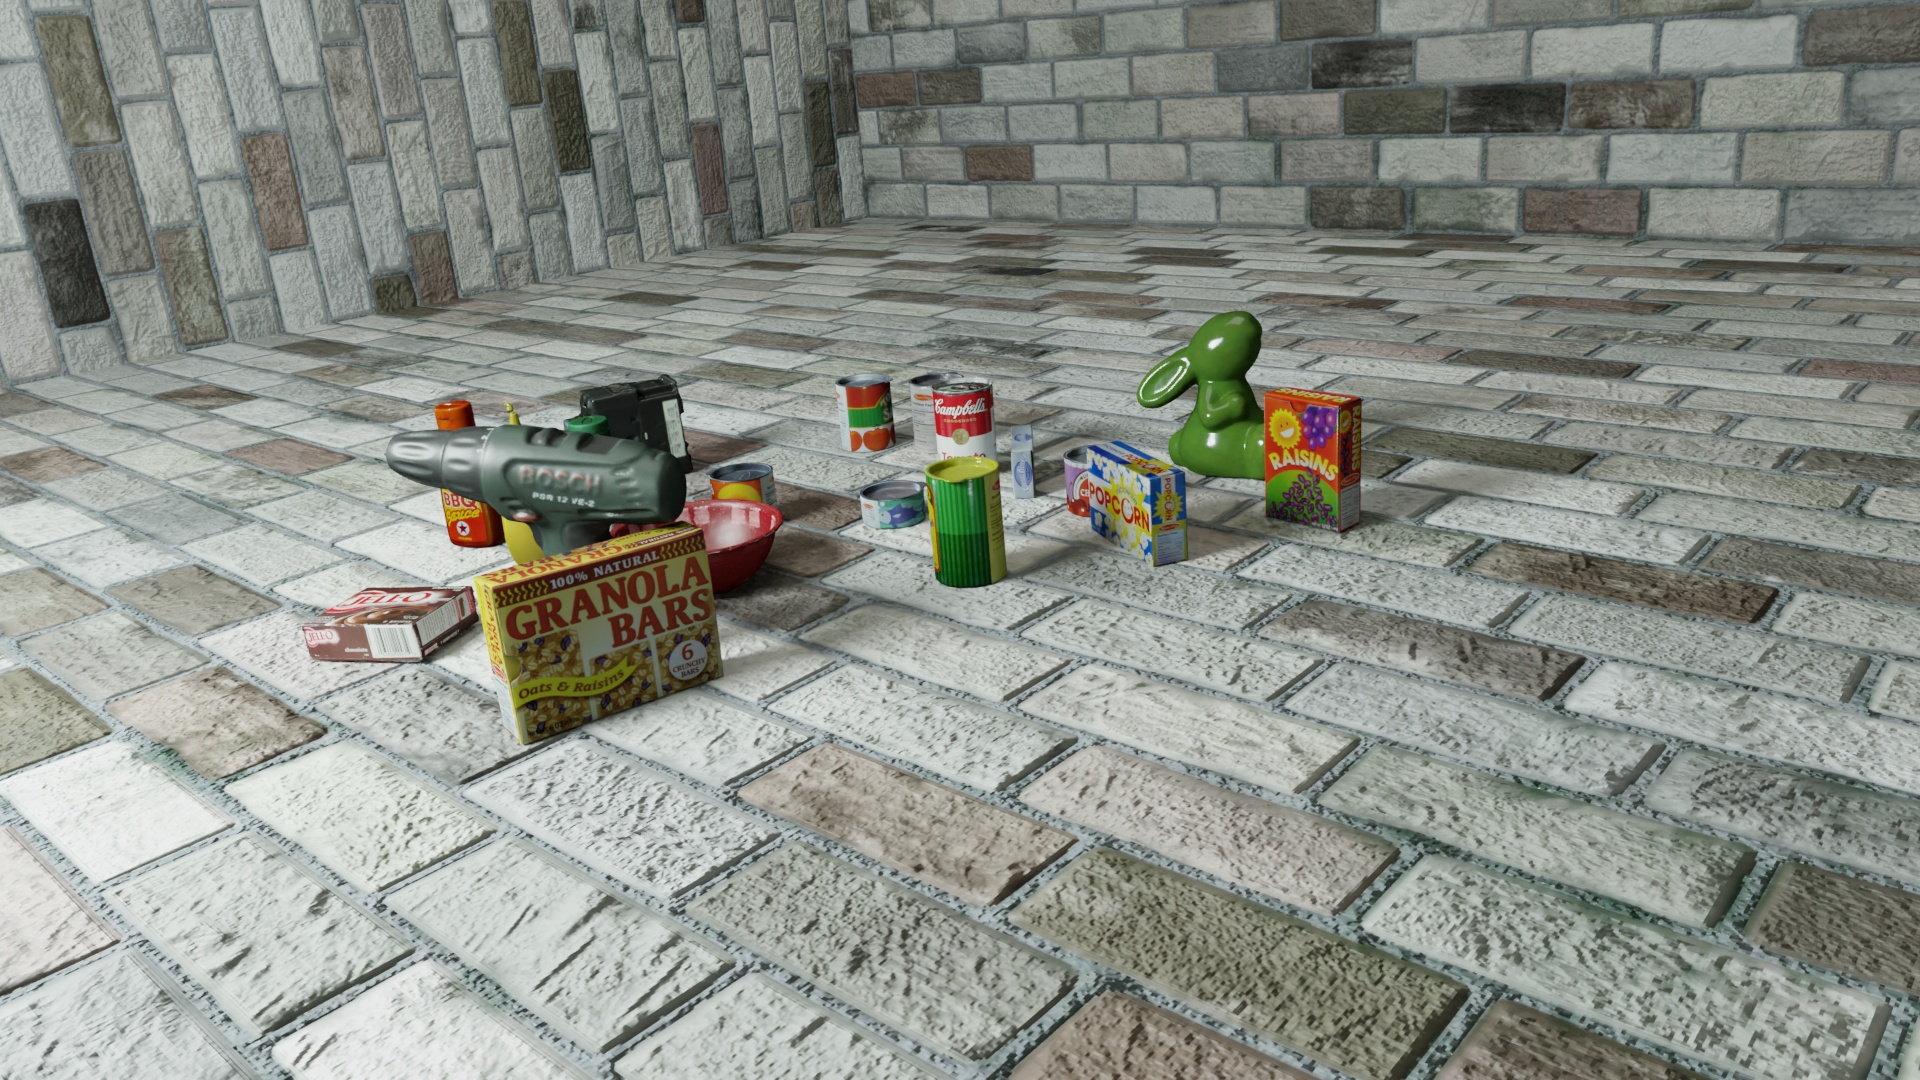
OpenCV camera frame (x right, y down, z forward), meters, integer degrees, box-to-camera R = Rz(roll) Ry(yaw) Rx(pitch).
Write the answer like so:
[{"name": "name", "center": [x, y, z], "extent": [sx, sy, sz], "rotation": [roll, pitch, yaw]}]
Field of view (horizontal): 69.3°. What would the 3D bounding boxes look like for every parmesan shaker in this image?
[{"name": "parmesan shaker", "center": [0.004, -0.015, 1.234], "extent": [0.071, 0.102, 0.071], "rotation": [-4, 19, 2]}]

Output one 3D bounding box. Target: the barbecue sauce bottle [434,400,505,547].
[{"name": "barbecue sauce bottle", "center": [-0.508, -0.068, 1.429], "extent": [0.065, 0.148, 0.044], "rotation": [4, 21, 23]}]

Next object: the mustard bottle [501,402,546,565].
[{"name": "mustard bottle", "center": [-0.427, -0.057, 1.364], "extent": [0.049, 0.159, 0.065], "rotation": [-5, 19, 0]}]

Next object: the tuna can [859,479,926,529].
[{"name": "tuna can", "center": [-0.066, -0.037, 1.415], "extent": [0.071, 0.032, 0.071], "rotation": [-4, 19, 2]}]

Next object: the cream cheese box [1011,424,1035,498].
[{"name": "cream cheese box", "center": [0.067, -0.085, 1.488], "extent": [0.024, 0.053, 0.104], "rotation": [-4, 20, 3]}]

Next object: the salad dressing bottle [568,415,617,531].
[{"name": "salad dressing bottle", "center": [-0.344, -0.044, 1.327], "extent": [0.044, 0.147, 0.064], "rotation": [-5, 19, -2]}]

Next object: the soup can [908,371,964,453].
[{"name": "soup can", "center": [-0.023, -0.152, 1.652], "extent": [0.071, 0.083, 0.071], "rotation": [-4, 19, 2]}]

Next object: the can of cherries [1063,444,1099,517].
[{"name": "can of cherries", "center": [0.138, -0.059, 1.393], "extent": [0.071, 0.058, 0.072], "rotation": [-4, 19, 2]}]

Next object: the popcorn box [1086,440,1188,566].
[{"name": "popcorn box", "center": [0.162, -0.036, 1.283], "extent": [0.038, 0.085, 0.127], "rotation": [-12, 21, -19]}]

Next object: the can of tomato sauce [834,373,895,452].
[{"name": "can of tomato sauce", "center": [-0.112, -0.155, 1.680], "extent": [0.071, 0.082, 0.071], "rotation": [-4, 19, 2]}]

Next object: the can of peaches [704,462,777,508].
[{"name": "can of peaches", "center": [-0.225, -0.044, 1.432], "extent": [0.071, 0.057, 0.071], "rotation": [-4, 19, 2]}]

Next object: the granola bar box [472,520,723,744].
[{"name": "granola bar box", "center": [-0.264, 0.066, 1.036], "extent": [0.166, 0.123, 0.039], "rotation": [-18, 23, -33]}]

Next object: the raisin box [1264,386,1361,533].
[{"name": "raisin box", "center": [0.329, -0.077, 1.302], "extent": [0.040, 0.123, 0.086], "rotation": [-19, 24, -36]}]
